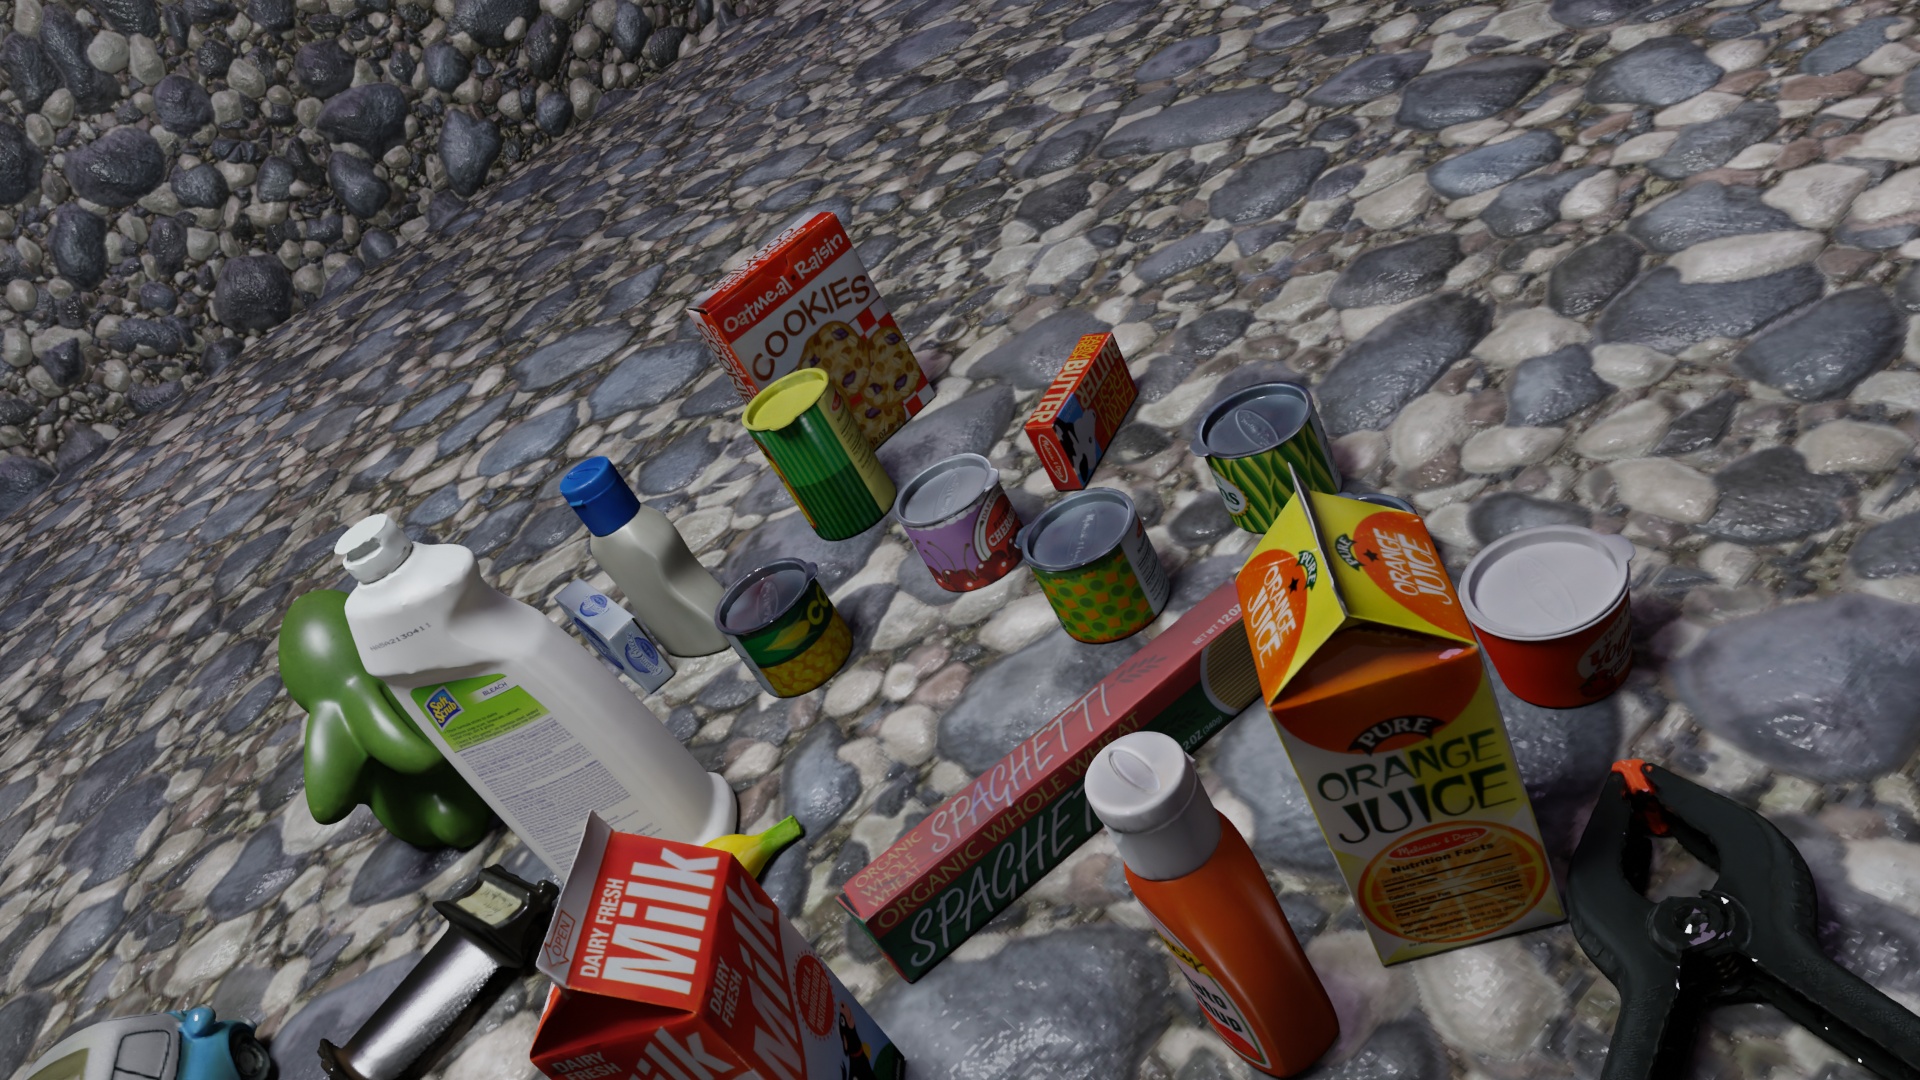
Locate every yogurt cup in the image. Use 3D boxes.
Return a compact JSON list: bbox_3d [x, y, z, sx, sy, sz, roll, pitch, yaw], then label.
[{"bbox_3d":[0.255,0.035,0.596,0.072,0.053,0.073,-21,33,14],"label":"yogurt cup"}]

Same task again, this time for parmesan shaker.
[{"bbox_3d":[-0.096,-0.056,0.955,0.071,0.102,0.072,-21,33,14],"label":"parmesan shaker"}]

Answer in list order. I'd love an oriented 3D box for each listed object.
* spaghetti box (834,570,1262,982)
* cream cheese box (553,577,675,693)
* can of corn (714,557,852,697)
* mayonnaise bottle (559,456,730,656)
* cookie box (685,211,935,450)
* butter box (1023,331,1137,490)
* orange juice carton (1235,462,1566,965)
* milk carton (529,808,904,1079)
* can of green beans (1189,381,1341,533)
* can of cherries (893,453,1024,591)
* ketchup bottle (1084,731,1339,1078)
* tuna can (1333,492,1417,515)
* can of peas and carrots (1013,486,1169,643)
[{"bbox_3d":[0.056,0.108,0.654,0.250,0.050,0.029,-37,32,-12],"label":"spaghetti box"},{"bbox_3d":[-0.236,0.064,0.945,0.024,0.053,0.104,-42,34,-19],"label":"cream cheese box"},{"bbox_3d":[-0.106,0.053,0.852,0.071,0.058,0.071,-21,33,14],"label":"can of corn"},{"bbox_3d":[-0.203,0.012,0.901,0.064,0.147,0.041,-7,39,33],"label":"mayonnaise bottle"},{"bbox_3d":[-0.104,-0.136,1.012,0.123,0.166,0.040,-44,34,-21],"label":"cookie box"},{"bbox_3d":[0.080,-0.085,0.902,0.024,0.053,0.104,-2,41,37],"label":"butter box"},{"bbox_3d":[0.155,0.063,0.505,0.073,0.192,0.072,-20,33,15],"label":"orange juice carton"},{"bbox_3d":[-0.096,0.188,0.532,0.073,0.189,0.073,-20,33,16],"label":"milk carton"},{"bbox_3d":[0.171,-0.046,0.771,0.071,0.057,0.071,-21,33,14],"label":"can of green beans"},{"bbox_3d":[0.003,-0.011,0.854,0.071,0.058,0.072,-21,33,14],"label":"can of cherries"},{"bbox_3d":[0.090,0.130,0.504,0.043,0.148,0.065,-37,32,-11],"label":"ketchup bottle"},{"bbox_3d":[0.200,0.008,0.696,0.071,0.032,0.071,-21,33,14],"label":"tuna can"},{"bbox_3d":[0.073,0.015,0.764,0.071,0.058,0.071,-21,33,14],"label":"can of peas and carrots"}]
